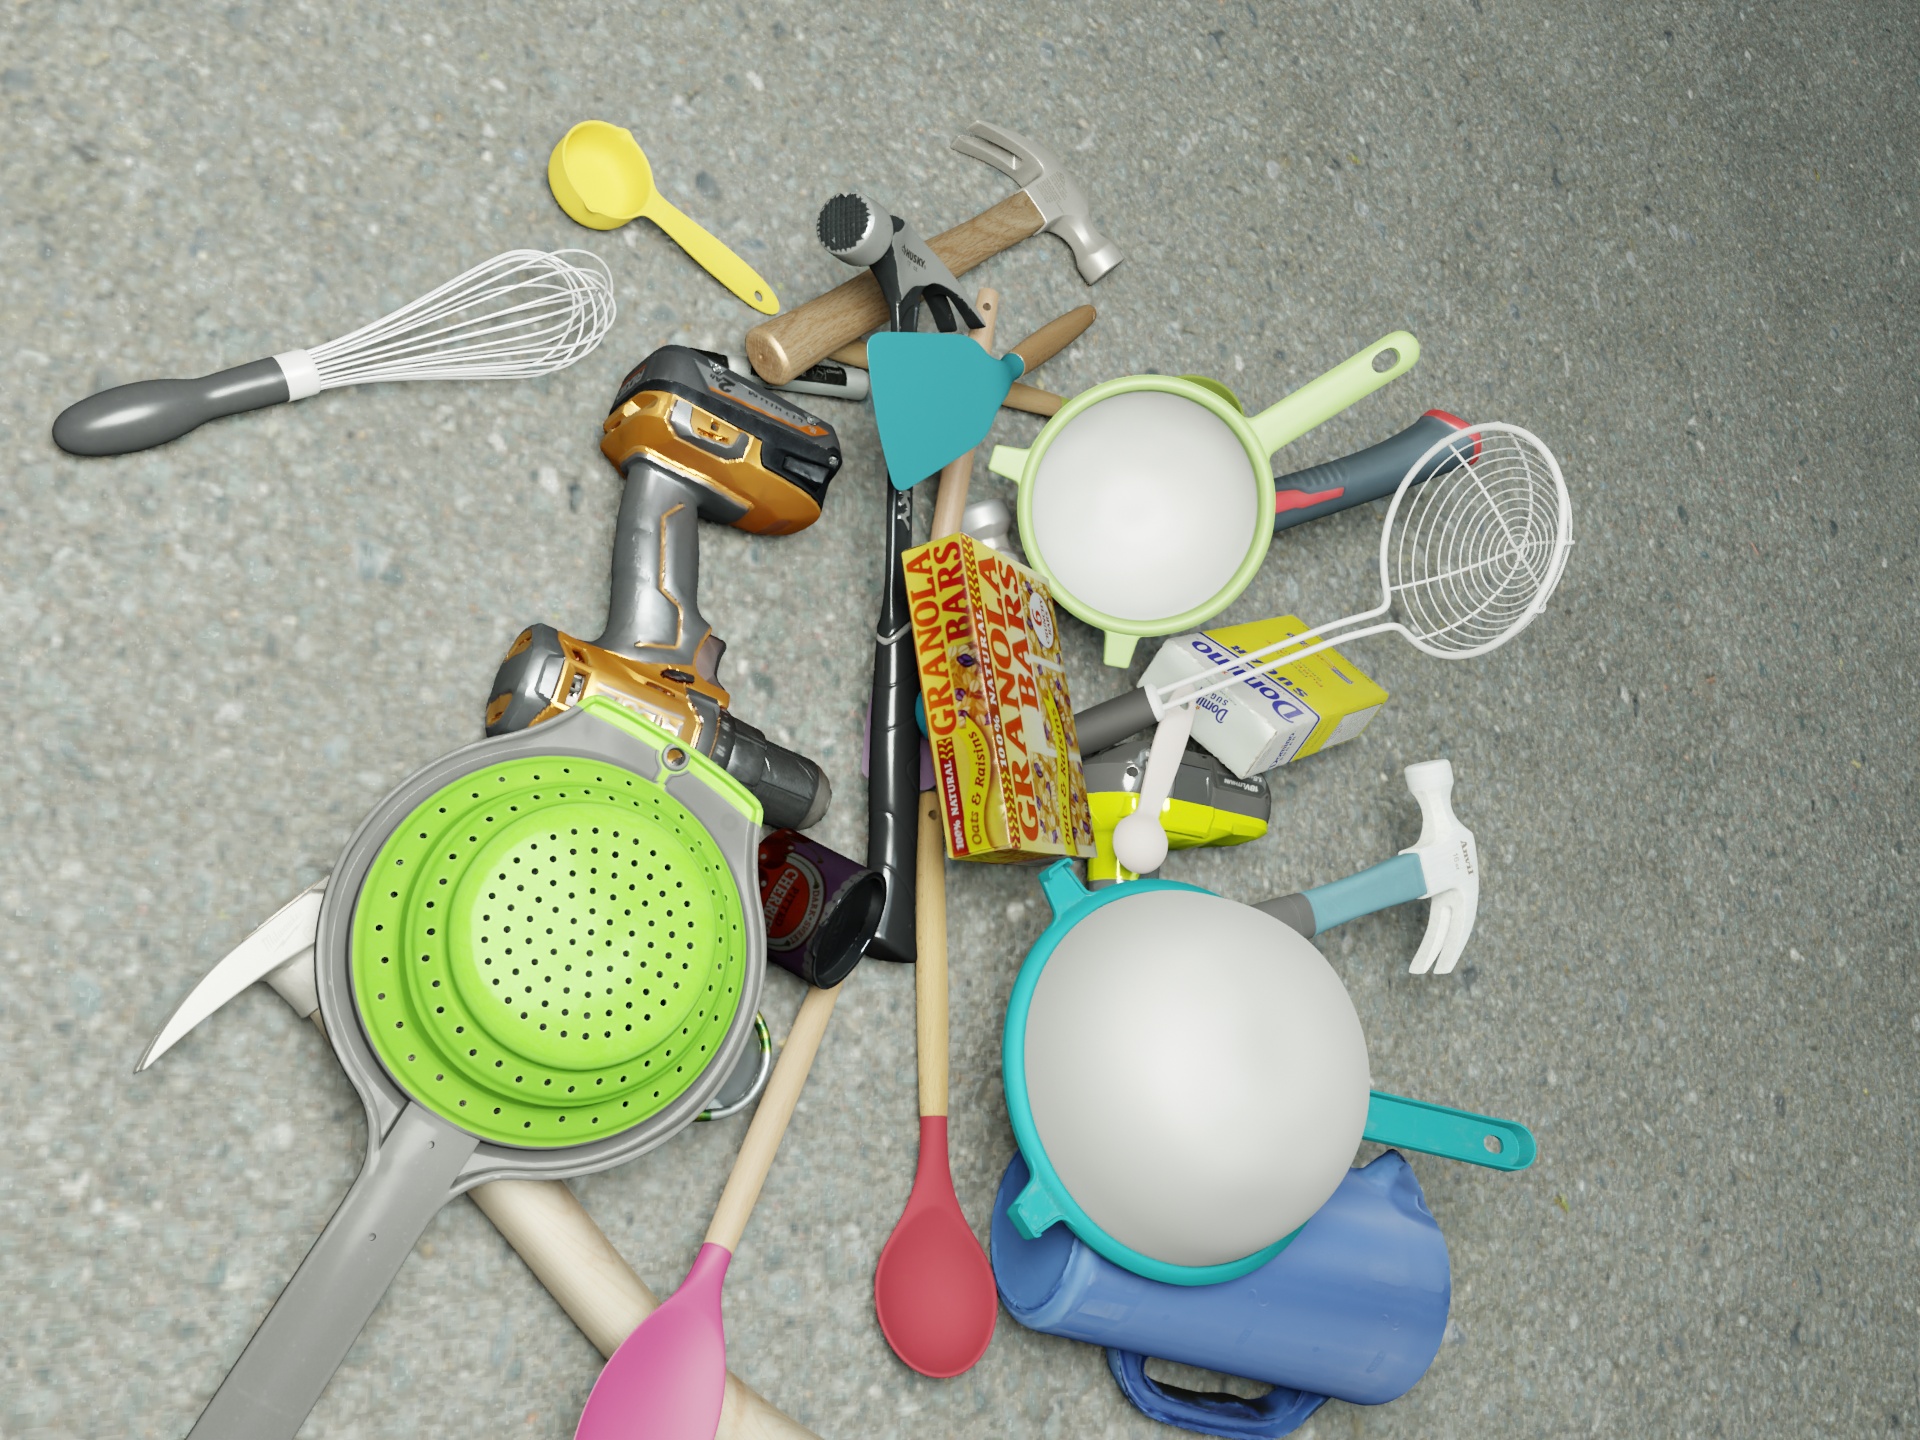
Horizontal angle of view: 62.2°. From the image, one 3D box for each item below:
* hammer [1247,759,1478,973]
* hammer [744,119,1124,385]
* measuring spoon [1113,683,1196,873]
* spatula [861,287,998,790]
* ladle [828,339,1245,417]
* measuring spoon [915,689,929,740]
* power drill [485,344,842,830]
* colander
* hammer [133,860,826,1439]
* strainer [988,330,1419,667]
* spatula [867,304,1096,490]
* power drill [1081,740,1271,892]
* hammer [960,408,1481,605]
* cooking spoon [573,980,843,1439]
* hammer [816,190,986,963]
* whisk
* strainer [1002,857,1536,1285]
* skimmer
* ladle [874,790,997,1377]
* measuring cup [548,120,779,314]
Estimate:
[{"bbox_3d":[0.194,0.118,0.945,0.331,0.033,0.128,-13,89,-33],"label":"hammer"},{"bbox_3d":[-0.019,-0.287,0.996,0.130,0.031,0.331,54,48,-6],"label":"hammer"},{"bbox_3d":[0.119,0.030,0.920,0.034,0.018,0.124,28,67,-19],"label":"measuring spoon"},{"bbox_3d":[-0.007,-0.113,0.951,0.059,0.018,0.316,11,78,-8],"label":"spatula"},{"bbox_3d":[0.046,-0.214,1.023,0.320,0.062,0.078,9,68,-29],"label":"ladle"},{"bbox_3d":[-0.001,-0.003,0.902,0.128,0.021,0.042,2,77,-74],"label":"measuring spoon"},{"bbox_3d":[-0.131,-0.061,0.847,0.185,0.084,0.226,25,67,-28],"label":"power drill"},{"bbox_3d":[-0.207,0.162,0.663,0.204,0.094,0.397,35,66,-13],"label":"colander"},{"bbox_3d":[-0.190,0.253,0.739,0.146,0.038,0.410,-44,102,-33],"label":"hammer"},{"bbox_3d":[0.152,-0.156,0.948,0.256,0.069,0.151,-31,98,3],"label":"strainer"},{"bbox_3d":[0.028,-0.217,0.949,0.317,0.044,0.082,-50,133,-60],"label":"spatula"},{"bbox_3d":[0.124,0.136,0.960,0.171,0.080,0.223,13,73,-30],"label":"power drill"},{"bbox_3d":[0.188,-0.119,1.040,0.386,0.038,0.143,-19,87,-20],"label":"hammer"},{"bbox_3d":[-0.108,0.234,0.773,0.068,0.017,0.319,44,46,-24],"label":"cooking spoon"},{"bbox_3d":[-0.034,-0.070,0.885,0.149,0.036,0.409,7,83,-64],"label":"hammer"},{"bbox_3d":[-0.298,-0.179,0.788,0.284,0.070,0.070,-26,91,-31],"label":"whisk"},{"bbox_3d":[0.191,0.191,0.830,0.340,0.095,0.211,17,64,-20],"label":"strainer"},{"bbox_3d":[0.157,-0.047,0.884,0.090,0.363,0.127,50,21,-54],"label":"skimmer"},{"bbox_3d":[-0.016,0.192,0.878,0.069,0.031,0.316,7,70,-22],"label":"ladle"},{"bbox_3d":[-0.171,-0.282,0.923,0.156,0.029,0.062,35,59,-34],"label":"measuring cup"}]
